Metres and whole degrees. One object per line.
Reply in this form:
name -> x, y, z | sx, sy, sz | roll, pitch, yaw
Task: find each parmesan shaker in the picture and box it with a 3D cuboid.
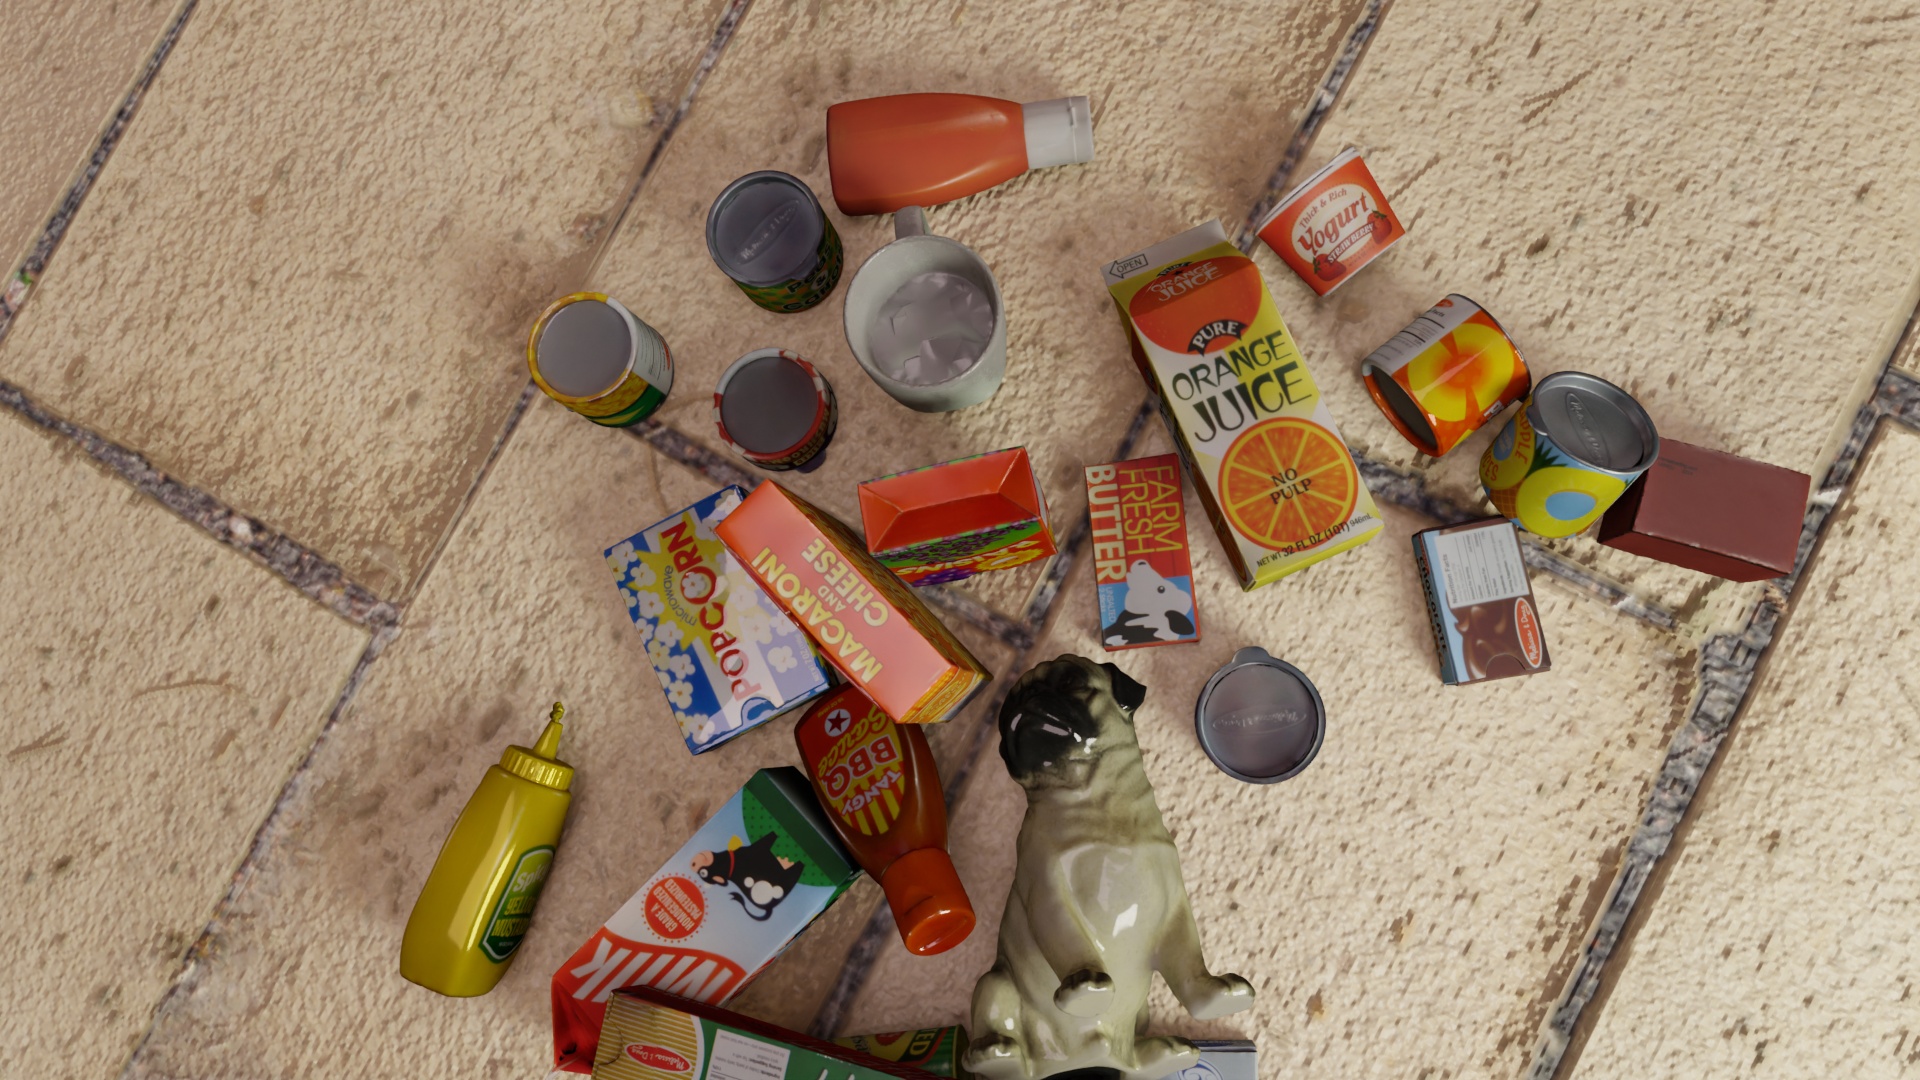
parmesan shaker -> -0.047, 0.287, 0.707 | 0.103, 0.071, 0.071 | -8, 81, 6

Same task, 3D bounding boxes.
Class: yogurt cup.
yogurt cup -> 0.200, -0.168, 0.746 | 0.072, 0.072, 0.054 | -37, 88, 1

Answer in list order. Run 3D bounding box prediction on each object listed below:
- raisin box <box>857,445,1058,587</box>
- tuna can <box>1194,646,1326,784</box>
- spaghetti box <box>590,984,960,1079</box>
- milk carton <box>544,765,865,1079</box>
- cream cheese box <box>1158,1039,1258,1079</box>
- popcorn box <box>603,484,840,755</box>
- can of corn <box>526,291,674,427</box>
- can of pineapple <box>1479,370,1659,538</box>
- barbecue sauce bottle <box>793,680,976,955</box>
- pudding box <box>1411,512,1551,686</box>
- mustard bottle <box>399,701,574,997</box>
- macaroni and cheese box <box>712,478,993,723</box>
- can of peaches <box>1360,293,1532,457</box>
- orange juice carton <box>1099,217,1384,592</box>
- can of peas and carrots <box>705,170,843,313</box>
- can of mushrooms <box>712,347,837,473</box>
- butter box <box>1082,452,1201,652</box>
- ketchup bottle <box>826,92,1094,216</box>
raisin box -> 0.003, -0.009, 0.717 | 0.086, 0.123, 0.040 | -13, 80, 5
tuna can -> 0.156, 0.092, 0.729 | 0.071, 0.033, 0.071 | -1, 82, 7
spaghetti box -> -0.053, 0.262, 0.639 | 0.250, 0.028, 0.050 | 10, 83, 18
milk carton -> -0.140, 0.211, 0.729 | 0.190, 0.072, 0.073 | -45, 80, 0
cream cheese box -> 0.125, 0.309, 0.707 | 0.053, 0.024, 0.104 | -1, 82, 7
popcorn box -> -0.132, 0.043, 0.770 | 0.085, 0.038, 0.127 | -27, 79, 2
can of corn -> -0.206, -0.101, 0.789 | 0.071, 0.058, 0.071 | -1, 82, 7
can of pineapple -> 0.305, -0.043, 0.704 | 0.071, 0.057, 0.071 | 7, 53, -9
barbecue sauce bottle -> -0.035, 0.139, 0.706 | 0.065, 0.043, 0.149 | -35, 47, 6
pudding box -> 0.270, 0.032, 0.725 | 0.050, 0.030, 0.084 | -11, 81, 4
mustard bottle -> -0.248, 0.164, 0.755 | 0.049, 0.065, 0.160 | 19, 81, 13
macaroni and cheese box -> -0.047, 0.036, 0.694 | 0.040, 0.166, 0.124 | -45, 79, 1
can of peaches -> 0.254, -0.084, 0.725 | 0.058, 0.071, 0.071 | -36, 80, 1
orange juice carton -> 0.144, -0.075, 0.734 | 0.072, 0.073, 0.193 | -24, 79, 4
can of peas and carrots -> -0.102, -0.166, 0.785 | 0.071, 0.058, 0.071 | -1, 83, 7
can of mushrooms -> -0.103, -0.072, 0.785 | 0.071, 0.033, 0.071 | -1, 81, 7
butter box -> 0.098, 0.006, 0.753 | 0.053, 0.024, 0.103 | -6, 81, 7
ketchup bottle -> 0.000, -0.224, 0.788 | 0.149, 0.043, 0.065 | -6, 82, 6
